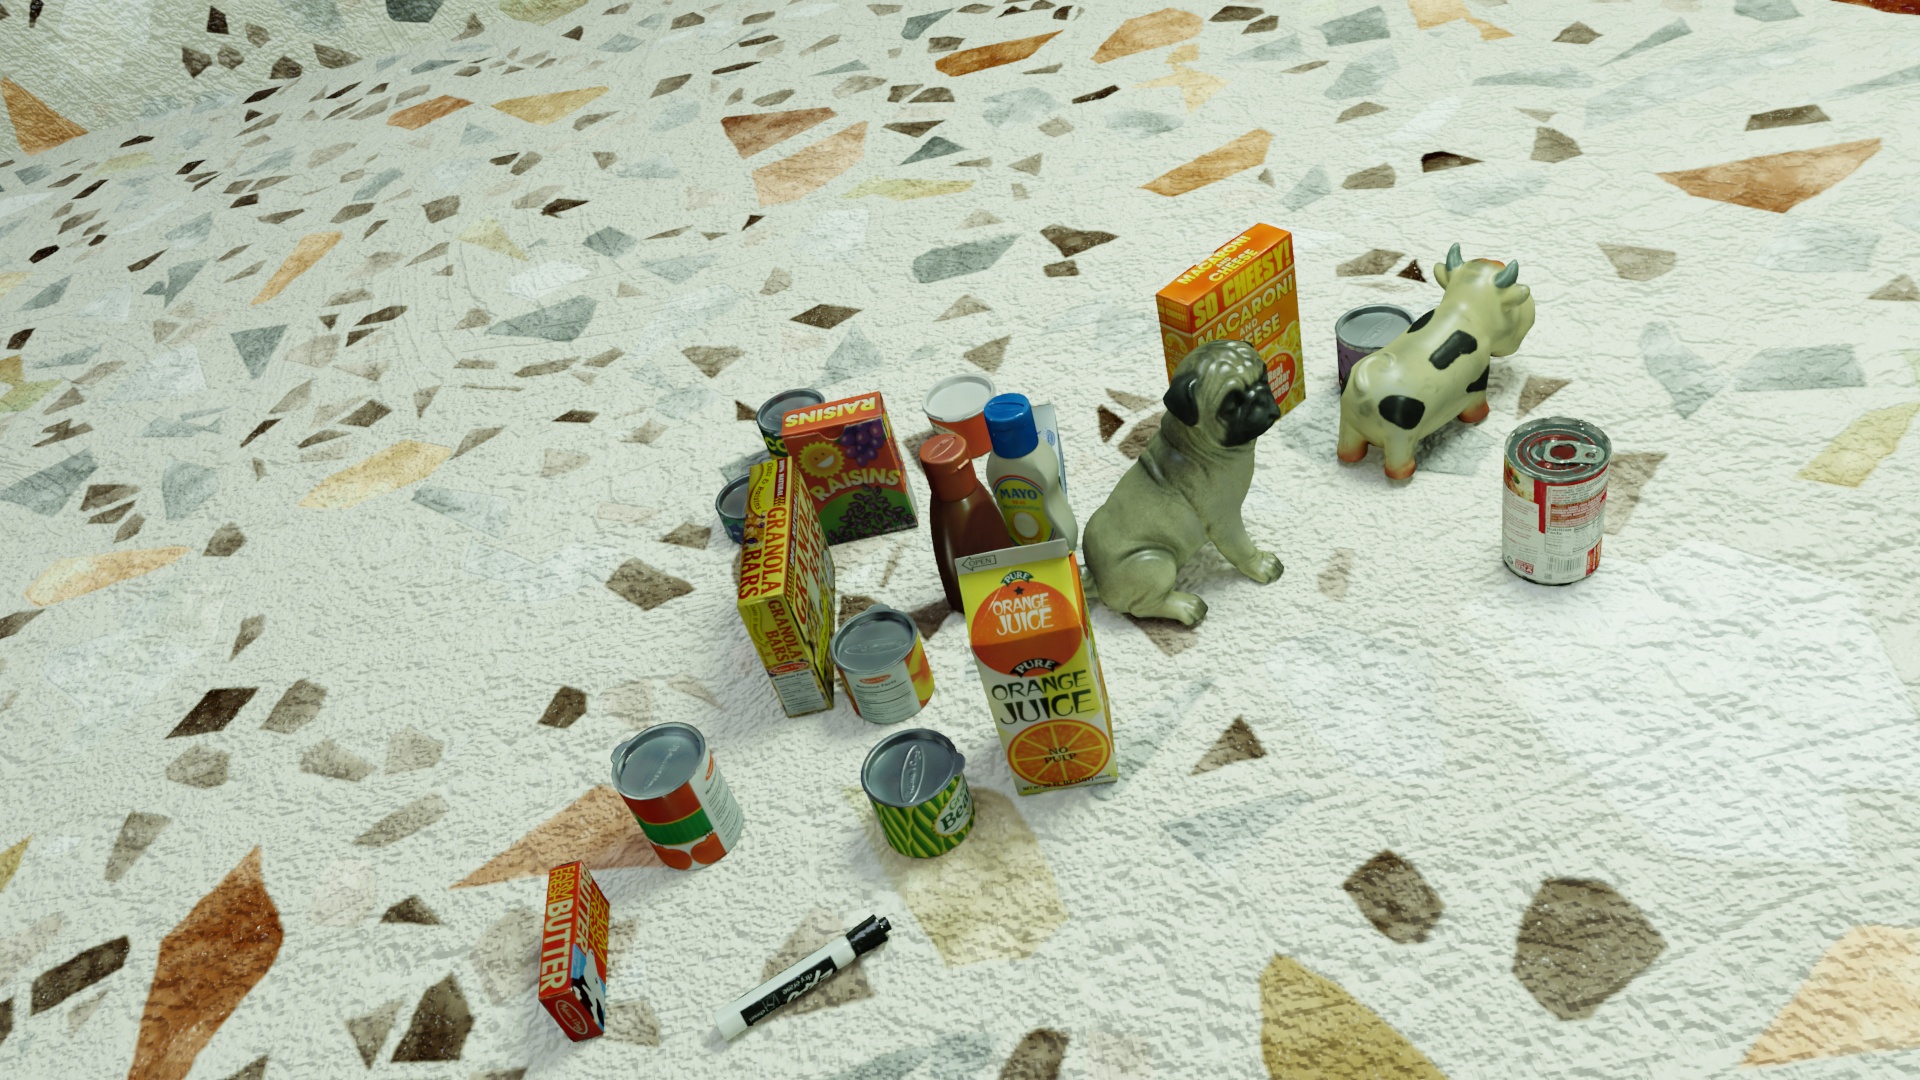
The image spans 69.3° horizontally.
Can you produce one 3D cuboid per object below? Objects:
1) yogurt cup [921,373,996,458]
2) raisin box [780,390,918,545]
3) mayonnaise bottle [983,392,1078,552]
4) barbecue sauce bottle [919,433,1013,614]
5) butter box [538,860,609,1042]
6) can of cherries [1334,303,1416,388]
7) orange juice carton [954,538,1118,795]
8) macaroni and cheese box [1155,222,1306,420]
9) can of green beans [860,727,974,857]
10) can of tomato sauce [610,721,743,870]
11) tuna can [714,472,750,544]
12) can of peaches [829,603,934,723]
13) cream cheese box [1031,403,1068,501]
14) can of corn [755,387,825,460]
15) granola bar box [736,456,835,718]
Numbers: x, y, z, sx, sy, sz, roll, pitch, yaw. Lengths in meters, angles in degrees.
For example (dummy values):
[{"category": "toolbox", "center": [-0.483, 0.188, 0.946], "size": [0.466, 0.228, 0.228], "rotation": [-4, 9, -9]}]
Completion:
[{"category": "yogurt cup", "center": [0.004, -0.110, 1.249], "size": [0.072, 0.053, 0.073], "rotation": [-10, 40, 8]}, {"category": "raisin box", "center": [-0.092, -0.059, 1.168], "size": [0.086, 0.122, 0.040], "rotation": [-12, 40, 6]}, {"category": "mayonnaise bottle", "center": [0.050, -0.046, 1.084], "size": [0.065, 0.147, 0.041], "rotation": [3, 43, 22]}, {"category": "barbecue sauce bottle", "center": [0.004, -0.013, 1.062], "size": [0.044, 0.147, 0.065], "rotation": [23, 54, 38]}, {"category": "butter box", "center": [-0.249, 0.264, 0.900], "size": [0.024, 0.053, 0.104], "rotation": [-16, 39, 1]}, {"category": "can of cherries", "center": [0.355, -0.158, 1.180], "size": [0.071, 0.058, 0.072], "rotation": [-10, 40, 8]}, {"category": "orange juice carton", "center": [0.051, 0.075, 0.907], "size": [0.072, 0.191, 0.073], "rotation": [-11, 40, 8]}, {"category": "macaroni and cheese box", "center": [0.224, -0.158, 1.140], "size": [0.124, 0.165, 0.040], "rotation": [-36, 43, -22]}, {"category": "can of green beans", "center": [-0.028, 0.169, 0.930], "size": [0.071, 0.057, 0.071], "rotation": [-10, 40, 8]}, {"category": "can of tomato sauce", "center": [-0.196, 0.177, 0.960], "size": [0.071, 0.082, 0.071], "rotation": [-10, 40, 8]}, {"category": "tuna can", "center": [-0.179, -0.029, 1.234], "size": [0.071, 0.032, 0.071], "rotation": [-10, 40, 8]}, {"category": "can of peaches", "center": [-0.057, 0.092, 1.031], "size": [0.071, 0.057, 0.071], "rotation": [-10, 40, 8]}, {"category": "cream cheese box", "center": [0.074, -0.064, 1.171], "size": [0.024, 0.053, 0.104], "rotation": [-10, 40, 8]}, {"category": "can of corn", "center": [-0.149, -0.097, 1.283], "size": [0.071, 0.058, 0.071], "rotation": [-10, 40, 8]}, {"category": "granola bar box", "center": [-0.130, 0.034, 1.072], "size": [0.039, 0.123, 0.166], "rotation": [-12, 40, 6]}]
